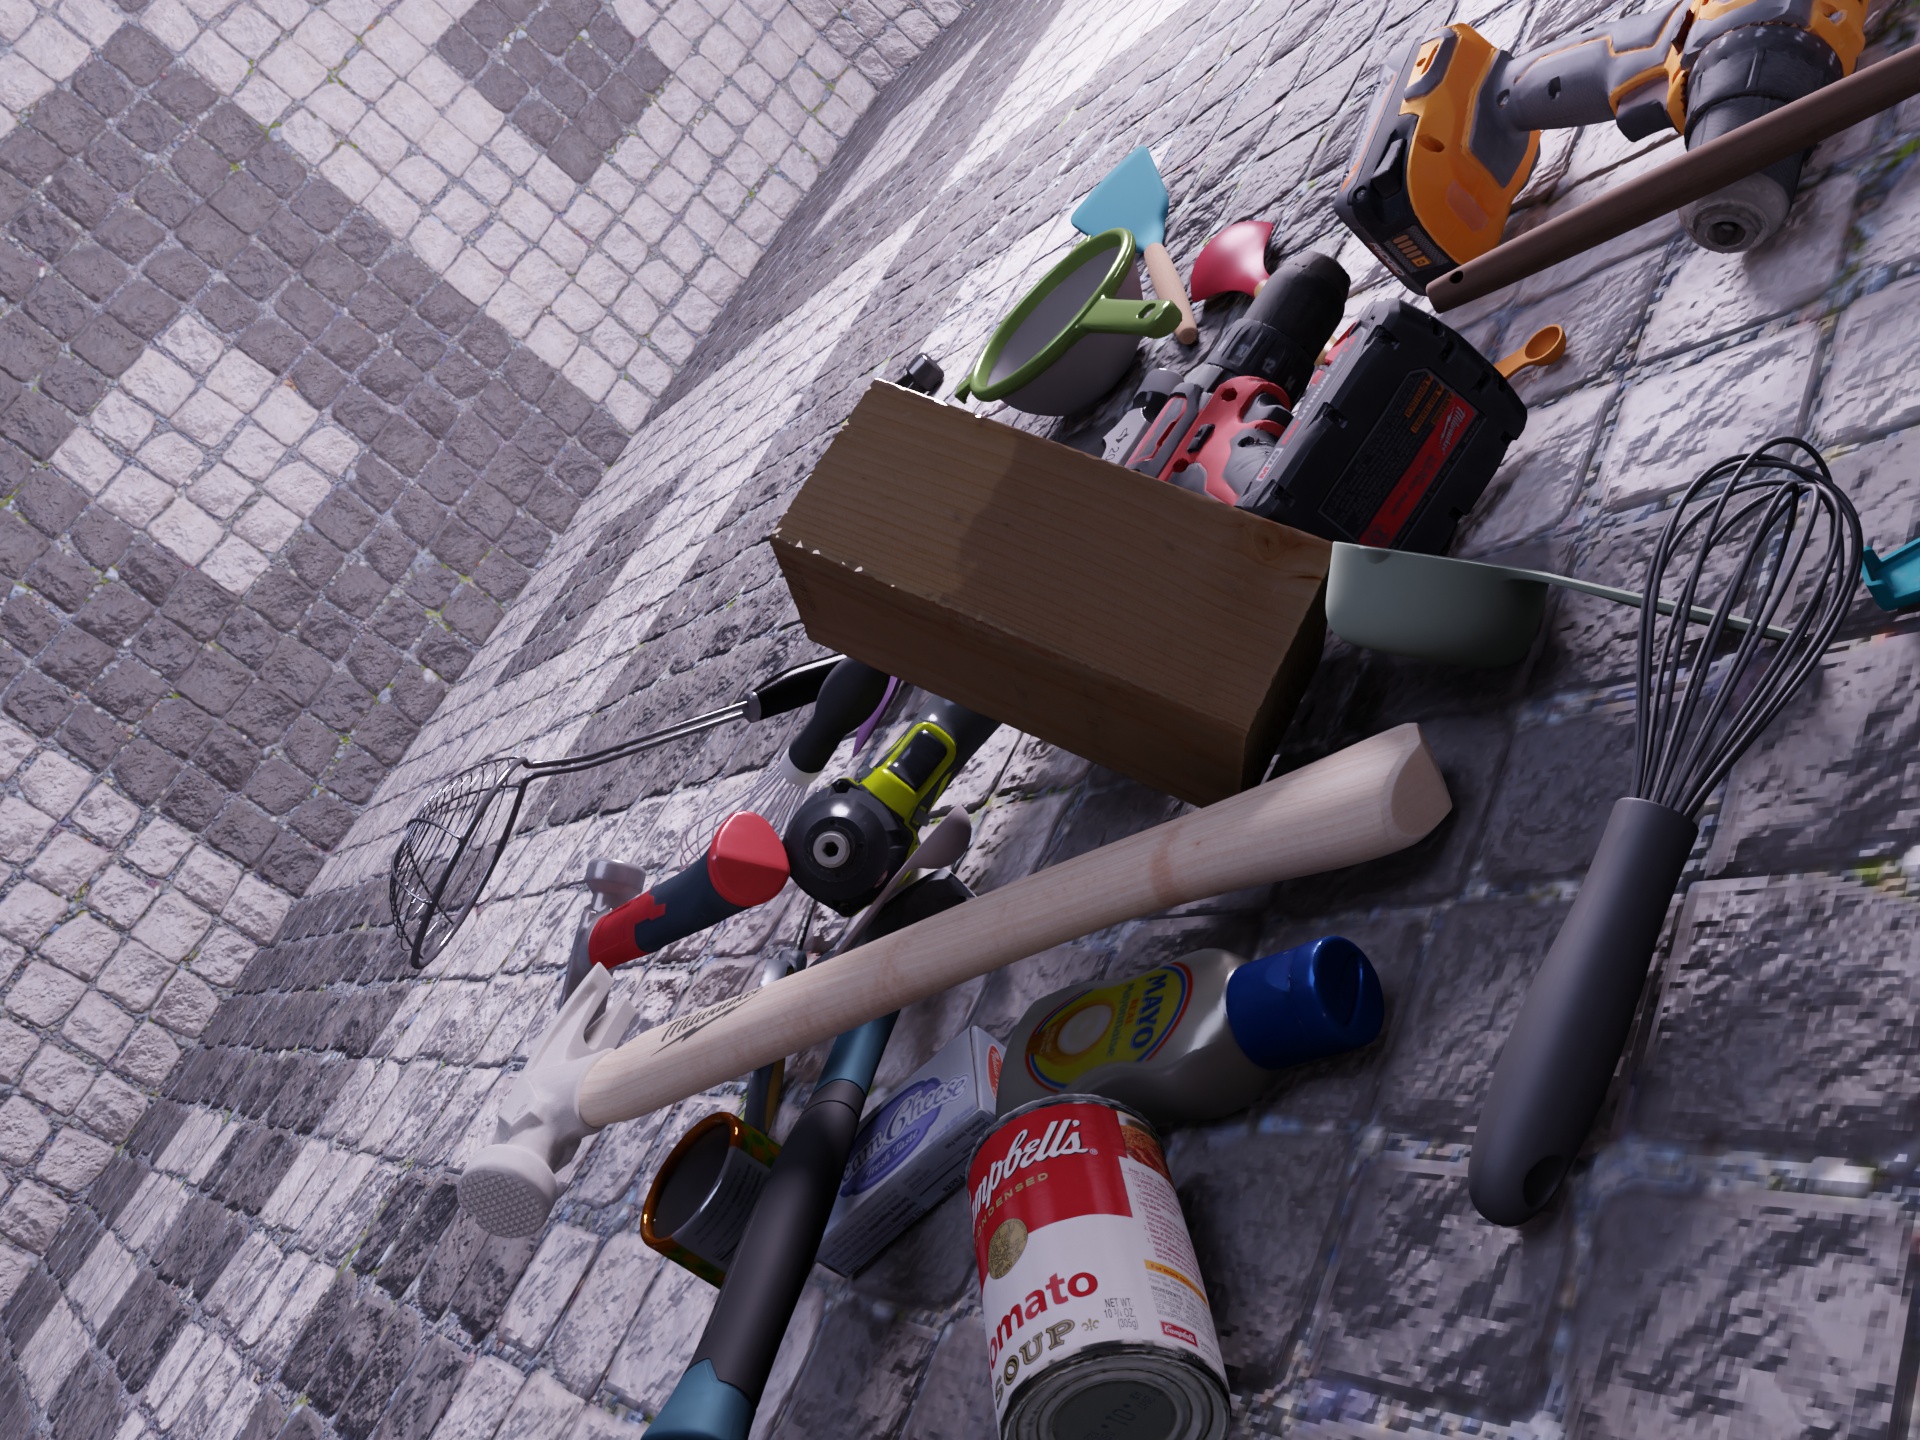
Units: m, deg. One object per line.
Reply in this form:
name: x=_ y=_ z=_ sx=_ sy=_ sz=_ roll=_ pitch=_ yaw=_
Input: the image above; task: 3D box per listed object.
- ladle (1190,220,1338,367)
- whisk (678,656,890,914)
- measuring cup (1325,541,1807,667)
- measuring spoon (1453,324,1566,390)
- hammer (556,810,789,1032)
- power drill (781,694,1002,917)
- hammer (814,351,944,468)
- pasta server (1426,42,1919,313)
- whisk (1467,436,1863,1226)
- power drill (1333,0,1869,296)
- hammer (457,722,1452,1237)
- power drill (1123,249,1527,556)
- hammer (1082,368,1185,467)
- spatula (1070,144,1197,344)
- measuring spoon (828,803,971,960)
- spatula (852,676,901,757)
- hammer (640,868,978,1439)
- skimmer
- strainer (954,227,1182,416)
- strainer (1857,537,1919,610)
ladle: x=0.184 y=-0.241 z=0.925 sx=0.069 sy=0.031 sz=0.316 roll=-44 pitch=24 yaw=17
whisk: x=-0.099 y=0.039 z=0.890 sx=0.284 sy=0.070 sz=0.070 roll=-50 pitch=14 yaw=51
measuring cup: x=0.197 y=-0.030 z=0.538 sx=0.168 sy=0.083 sz=0.038 roll=21 pitch=106 yaw=49
measuring spoon: x=0.222 y=-0.137 z=0.712 sx=0.117 sy=0.011 sz=0.021 roll=-36 pitch=30 yaw=40
hammer: x=-0.168 y=0.123 z=0.865 sx=0.386 sy=0.038 sz=0.143 roll=151 pitch=132 yaw=-64
power drill: x=-0.001 y=-0.002 z=0.778 sx=0.223 sy=0.080 sz=0.171 roll=-51 pitch=-4 yaw=-2
hammer: x=-0.052 y=-0.211 z=1.313 sx=0.149 sy=0.036 sz=0.359 roll=-46 pitch=22 yaw=11
pasta server: x=0.313 y=-0.224 z=0.562 sx=0.316 sy=0.040 sz=0.060 roll=-22 pitch=59 yaw=31
whisk: x=0.192 y=0.027 z=0.441 sx=0.055 sy=0.055 sz=0.239 roll=4 pitch=66 yaw=64
power drill: x=0.279 y=-0.261 z=0.705 sx=0.226 sy=0.084 sz=0.185 roll=-7 pitch=56 yaw=53
hammer: x=-0.011 y=0.088 z=0.628 sx=0.410 sy=0.038 sz=0.146 roll=-24 pitch=21 yaw=20
power drill: x=0.158 y=-0.141 z=0.738 sx=0.188 sy=0.080 sz=0.227 roll=-56 pitch=19 yaw=0
hammer: x=0.000 y=-0.141 z=1.049 sx=0.335 sy=0.035 sz=0.146 roll=-2 pitch=52 yaw=51
spatula: x=0.134 y=-0.335 z=1.143 sx=0.082 sy=0.044 sz=0.318 roll=-42 pitch=25 yaw=22
measuring spoon: x=-0.033 y=0.089 z=0.722 sx=0.124 sy=0.018 sz=0.034 roll=-52 pitch=-5 yaw=12
spatula: x=-0.034 y=-0.054 z=0.986 sx=0.059 sy=0.018 sz=0.316 roll=-59 pitch=7 yaw=23
hammer: x=-0.055 y=0.165 z=0.644 sx=0.128 sy=0.033 sz=0.331 roll=-41 pitch=12 yaw=26
skimmer: x=-0.165 y=0.035 z=0.945 sx=0.363 sy=0.090 sz=0.127 roll=-21 pitch=-20 yaw=-28
strainer: x=0.097 y=-0.247 z=1.042 sx=0.151 sy=0.069 sz=0.256 roll=-50 pitch=23 yaw=-1
strainer: x=0.344 y=-0.105 z=0.309 sx=0.211 sy=0.095 sz=0.340 roll=-52 pitch=21 yaw=-4
